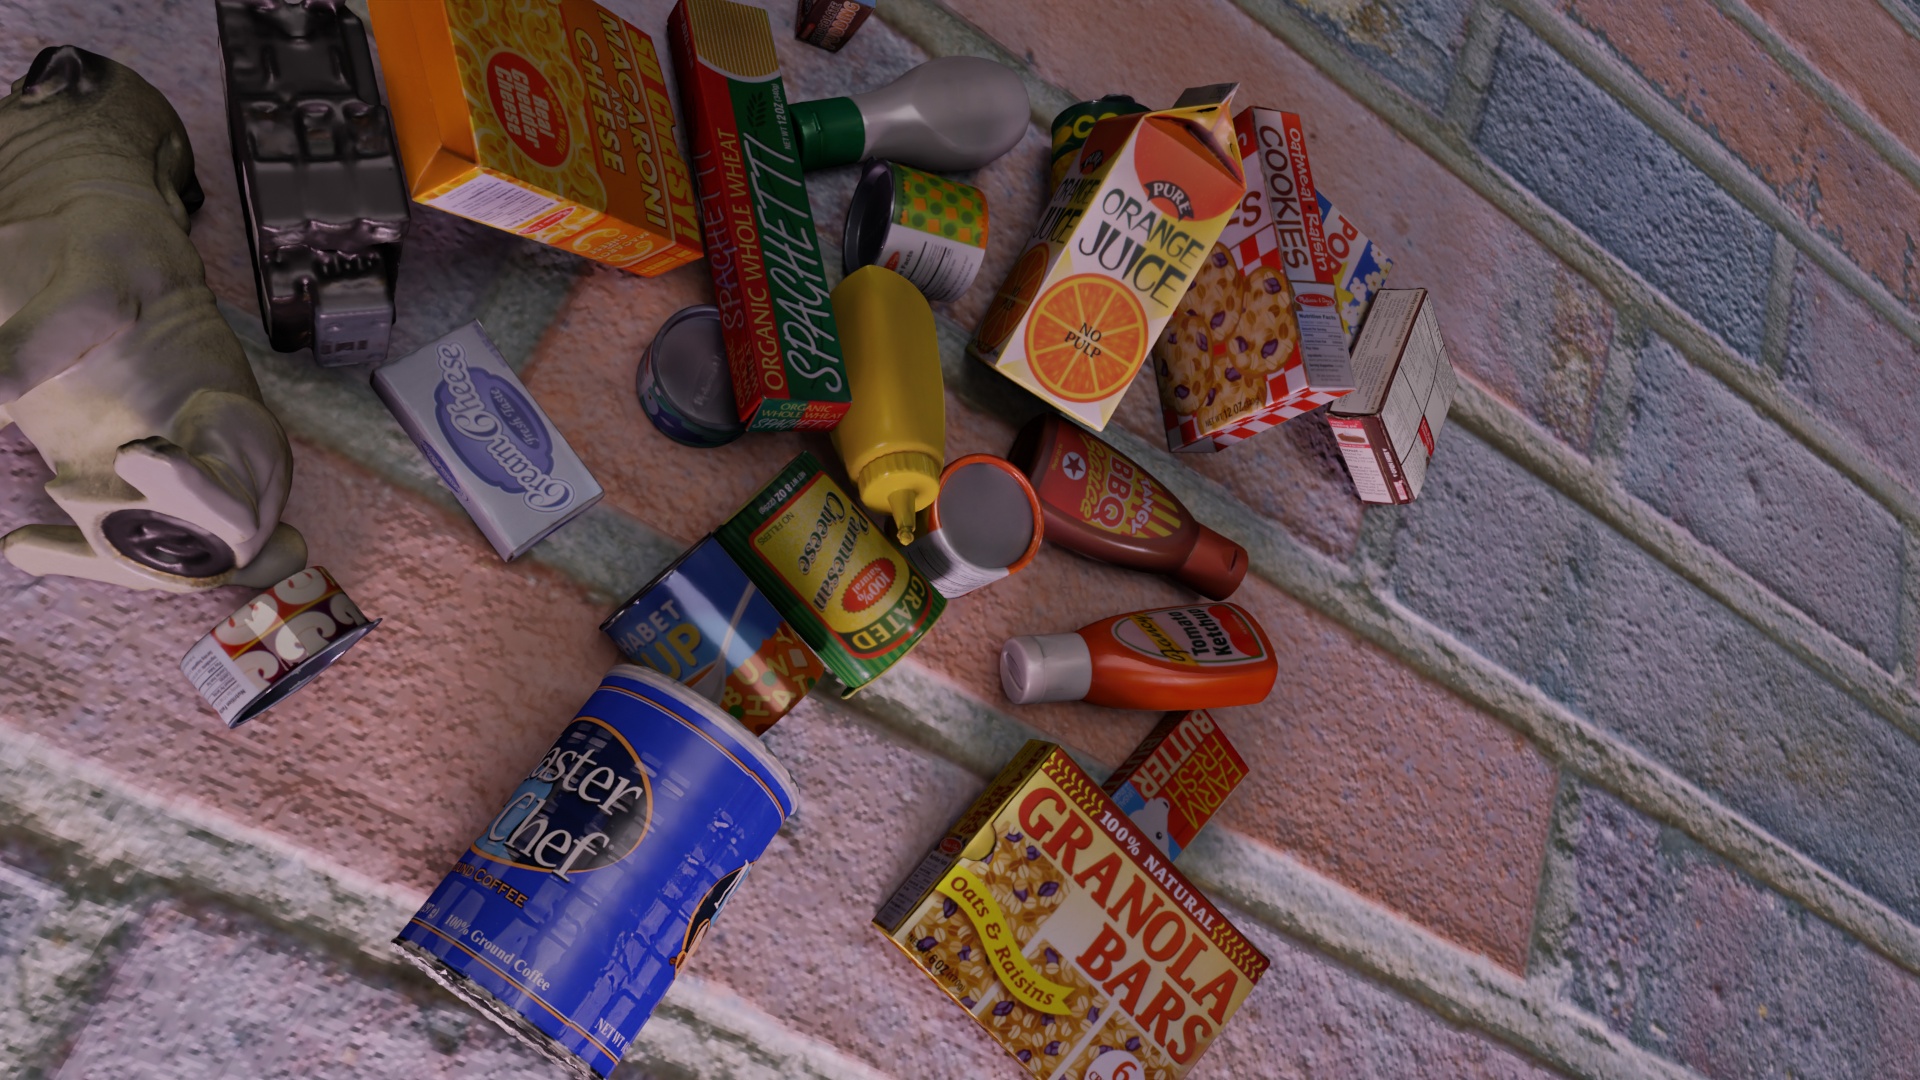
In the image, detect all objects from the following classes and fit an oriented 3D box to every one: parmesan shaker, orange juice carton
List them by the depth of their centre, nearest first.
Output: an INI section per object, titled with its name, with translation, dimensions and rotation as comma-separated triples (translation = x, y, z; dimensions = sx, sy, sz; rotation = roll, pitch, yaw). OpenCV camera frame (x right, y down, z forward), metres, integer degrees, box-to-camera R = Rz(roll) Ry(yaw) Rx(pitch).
[parmesan shaker]
translation = -0.066, 0.016, 0.679
dimensions = 0.103, 0.071, 0.071
rotation = 47, 60, -9
[orange juice carton]
translation = 0.087, -0.164, 0.758
dimensions = 0.073, 0.072, 0.192
rotation = 29, 96, -19

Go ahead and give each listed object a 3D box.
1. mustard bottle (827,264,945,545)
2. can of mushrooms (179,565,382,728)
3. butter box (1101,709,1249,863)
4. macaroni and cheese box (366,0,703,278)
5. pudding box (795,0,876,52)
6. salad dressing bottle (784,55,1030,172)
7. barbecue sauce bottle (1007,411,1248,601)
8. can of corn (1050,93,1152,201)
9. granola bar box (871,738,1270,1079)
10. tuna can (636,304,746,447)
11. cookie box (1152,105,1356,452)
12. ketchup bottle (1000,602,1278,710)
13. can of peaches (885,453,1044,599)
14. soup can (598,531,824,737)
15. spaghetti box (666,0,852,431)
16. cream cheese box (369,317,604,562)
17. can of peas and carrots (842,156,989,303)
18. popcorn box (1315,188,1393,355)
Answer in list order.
[mustard bottle]
translation = -0.037, -0.062, 0.696
dimensions = 0.049, 0.065, 0.161
rotation = 17, 49, -37
[can of mushrooms]
translation = -0.274, 0.041, 0.561
dimensions = 0.071, 0.071, 0.033
rotation = -42, 96, -30
[butter box]
translation = 0.110, 0.141, 0.762
dimensions = 0.104, 0.024, 0.053
rotation = -41, 98, -30
[macaroni and cheese box]
translation = -0.188, -0.197, 0.634
dimensions = 0.166, 0.040, 0.124
rotation = 3, 71, -68
[pudding box]
translation = -0.067, -0.326, 0.784
dimensions = 0.030, 0.049, 0.084
rotation = 13, 71, -26
[salad dressing bottle]
translation = -0.032, -0.236, 0.782
dimensions = 0.148, 0.044, 0.064
rotation = -18, 87, -30
[barbecue sauce bottle]
translation = 0.095, -0.013, 0.786
dimensions = 0.148, 0.043, 0.065
rotation = 28, 63, -19
[can of corn]
translation = 0.087, -0.220, 0.824
dimensions = 0.071, 0.071, 0.058
rotation = 10, 73, -26
[granola bar box]
translation = 0.058, 0.201, 0.693
dimensions = 0.165, 0.039, 0.124
rotation = 46, 73, -9
[tuna can]
translation = -0.124, -0.080, 0.694
dimensions = 0.071, 0.032, 0.071
rotation = 8, 72, -26
[cookie box]
translation = 0.159, -0.148, 0.812
dimensions = 0.040, 0.122, 0.167
rotation = -2, 77, -29
[ketchup bottle]
translation = 0.096, 0.066, 0.758
dimensions = 0.149, 0.043, 0.065
rotation = -3, 38, -23
[can of peaches]
translation = 0.003, -0.009, 0.727
dimensions = 0.071, 0.058, 0.071
rotation = 7, 73, -26
[soup can]
translation = -0.115, 0.050, 0.642
dimensions = 0.083, 0.071, 0.072
rotation = 50, 60, -8
[spaghetti box]
translation = -0.104, -0.170, 0.706
dimensions = 0.050, 0.028, 0.251
rotation = 0, 65, -32
[cream cheese box]
translation = -0.217, -0.047, 0.640
dimensions = 0.053, 0.024, 0.103
rotation = -39, 96, -30
[can of peas and carrots]
translation = -0.025, -0.169, 0.754
dimensions = 0.059, 0.070, 0.071
rotation = 10, 72, -26
[popcorn box]
translation = 0.220, -0.158, 0.896
dimensions = 0.085, 0.038, 0.127
rotation = 39, 62, -15
